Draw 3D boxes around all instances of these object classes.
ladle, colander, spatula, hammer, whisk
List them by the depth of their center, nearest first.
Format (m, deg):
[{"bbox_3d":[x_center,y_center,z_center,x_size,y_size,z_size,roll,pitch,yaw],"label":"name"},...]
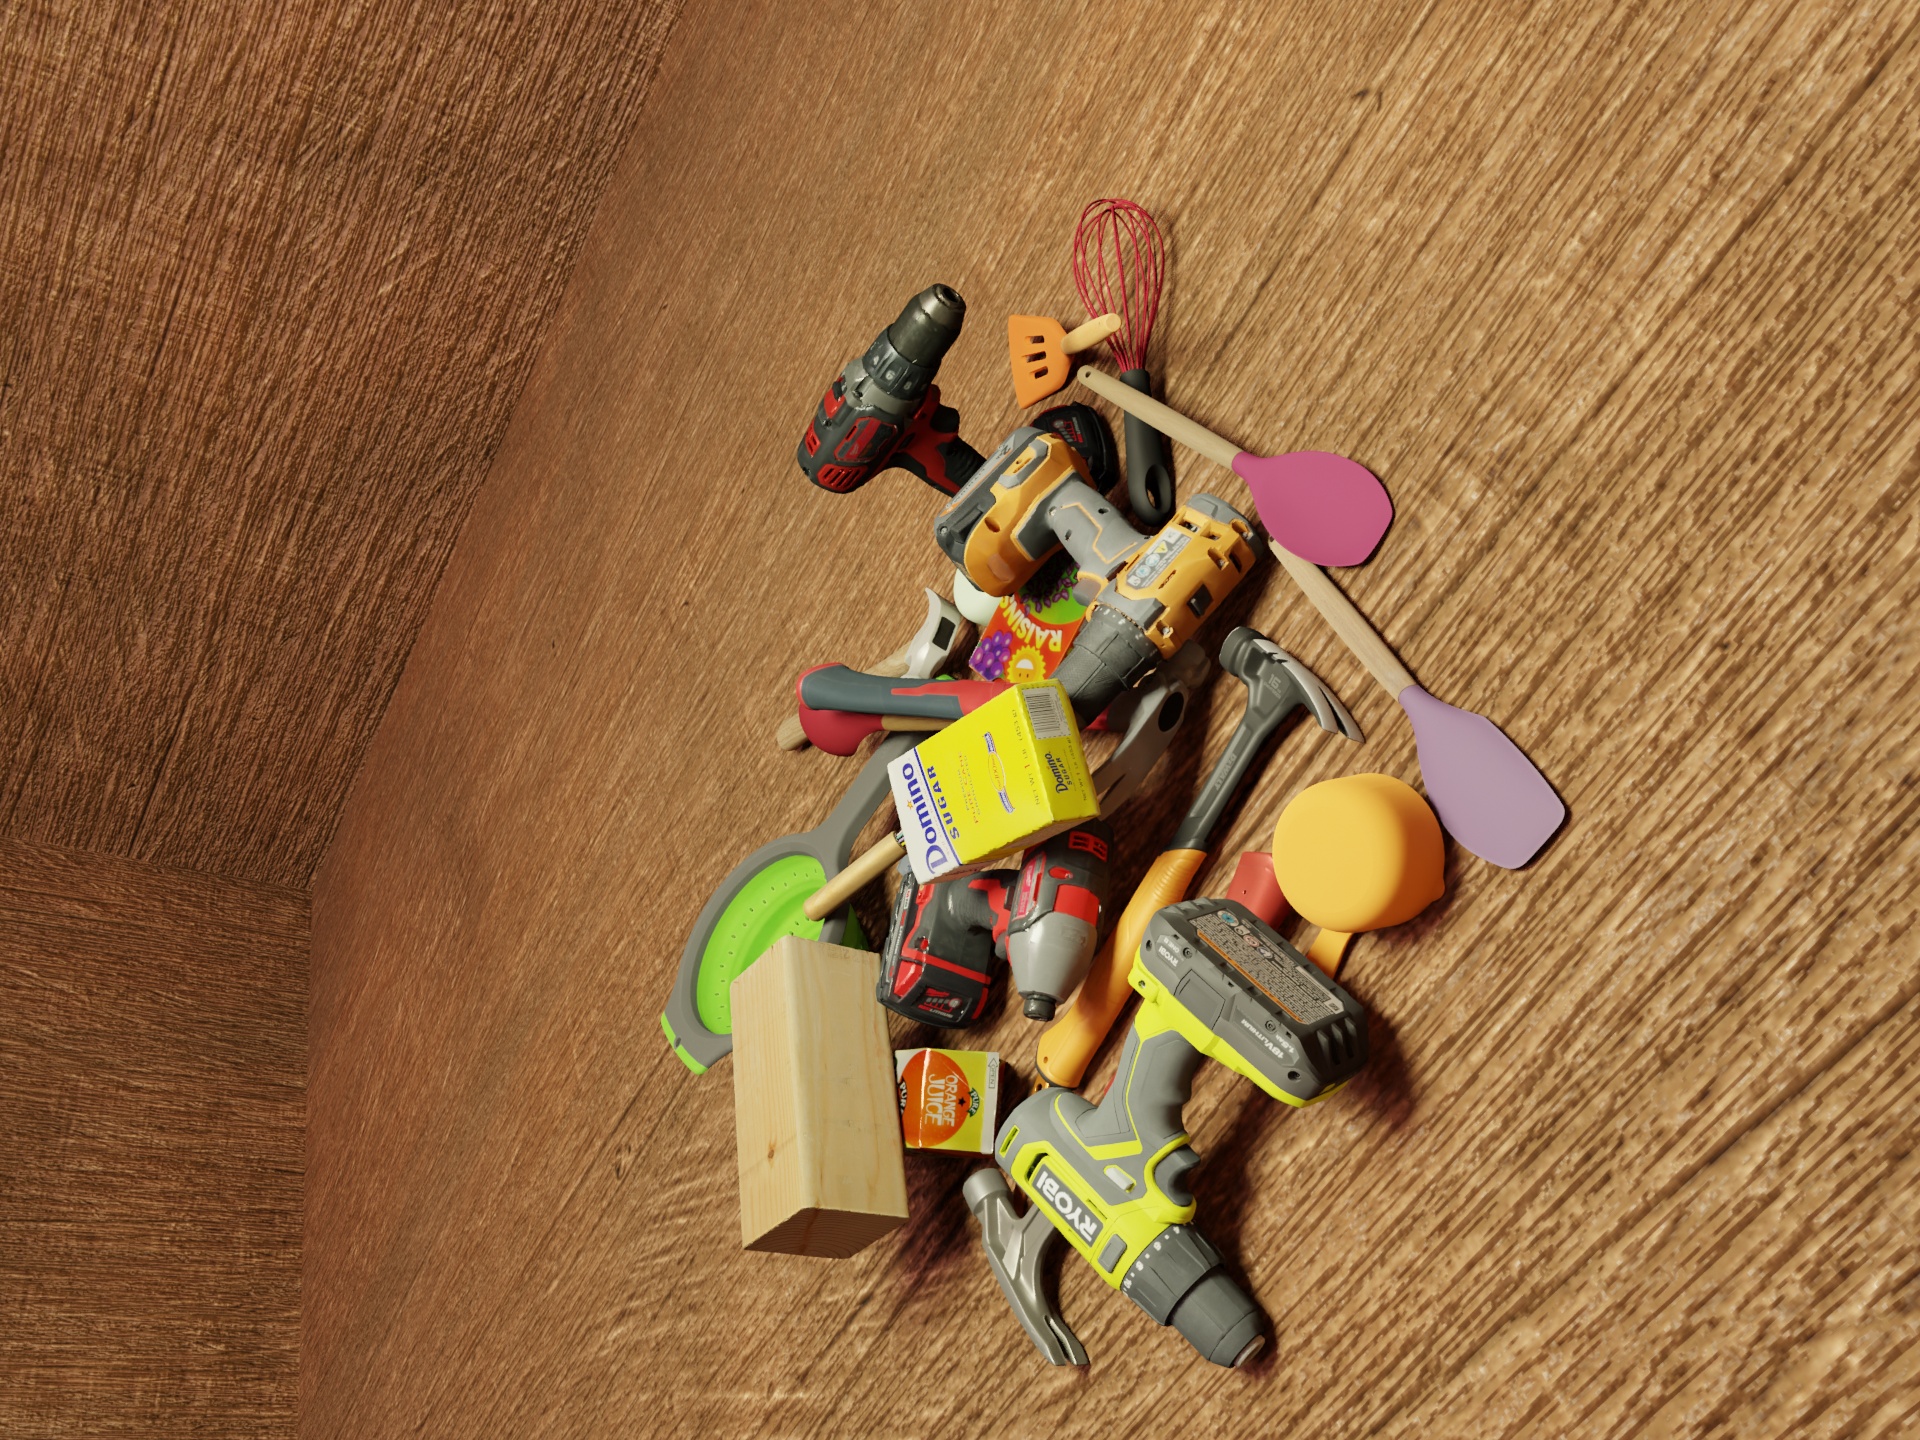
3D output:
[{"bbox_3d":[0.251,-0.028,0.939,0.059,0.018,0.316,-56,36,25],"label":"spatula"},{"bbox_3d":[0.119,0.234,1.008,0.359,0.036,0.149,-60,39,21],"label":"hammer"},{"bbox_3d":[0.140,0.110,1.041,0.336,0.034,0.127,-63,31,18],"label":"hammer"},{"bbox_3d":[-0.002,-0.004,1.183,0.386,0.038,0.143,4,48,46],"label":"hammer"},{"bbox_3d":[0.130,-0.279,1.218,0.073,0.073,0.296,-32,55,49],"label":"whisk"},{"bbox_3d":[0.080,-0.292,1.235,0.323,0.041,0.081,-123,25,-80],"label":"spatula"},{"bbox_3d":[-0.031,0.084,1.255,0.245,0.051,0.047,-38,54,14],"label":"whisk"},{"bbox_3d":[-0.042,0.001,1.296,0.315,0.069,0.031,-3,32,50],"label":"ladle"},{"bbox_3d":[-0.099,0.142,1.383,0.397,0.094,0.205,-54,33,-2],"label":"colander"},{"bbox_3d":[-0.092,-0.030,1.463,0.331,0.031,0.130,-28,33,57],"label":"hammer"}]

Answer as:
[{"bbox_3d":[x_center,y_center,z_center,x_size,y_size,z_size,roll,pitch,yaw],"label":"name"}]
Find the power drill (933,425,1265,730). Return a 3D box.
[{"bbox_3d":[0.076,-0.099,1.109,0.185,0.084,0.226,-49,45,-6],"label":"power drill"}]

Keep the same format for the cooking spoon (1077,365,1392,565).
[{"bbox_3d":[0.176,-0.187,1.090,0.319,0.017,0.068,43,106,45],"label":"cooking spoon"}]

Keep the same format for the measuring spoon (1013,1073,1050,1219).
[{"bbox_3d":[0.045,0.304,1.124,0.021,0.011,0.117,3,79,59],"label":"measuring spoon"}]

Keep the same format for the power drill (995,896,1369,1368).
[{"bbox_3d":[0.133,0.235,0.907,0.191,0.080,0.228,41,120,31],"label":"power drill"}]

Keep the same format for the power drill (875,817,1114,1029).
[{"bbox_3d":[0.027,0.152,1.127,0.219,0.078,0.143,-30,42,57],"label":"power drill"}]

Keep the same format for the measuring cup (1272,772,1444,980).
[{"bbox_3d":[0.204,0.112,0.899,0.095,0.052,0.173,36,115,38],"label":"measuring cup"}]

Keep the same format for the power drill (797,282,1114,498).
[{"bbox_3d":[0.010,-0.228,1.221,0.188,0.226,0.080,-47,40,38],"label":"power drill"}]

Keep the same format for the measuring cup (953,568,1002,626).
[{"bbox_3d":[0.034,-0.085,1.300,0.083,0.038,0.168,-52,36,32],"label":"measuring cup"}]
